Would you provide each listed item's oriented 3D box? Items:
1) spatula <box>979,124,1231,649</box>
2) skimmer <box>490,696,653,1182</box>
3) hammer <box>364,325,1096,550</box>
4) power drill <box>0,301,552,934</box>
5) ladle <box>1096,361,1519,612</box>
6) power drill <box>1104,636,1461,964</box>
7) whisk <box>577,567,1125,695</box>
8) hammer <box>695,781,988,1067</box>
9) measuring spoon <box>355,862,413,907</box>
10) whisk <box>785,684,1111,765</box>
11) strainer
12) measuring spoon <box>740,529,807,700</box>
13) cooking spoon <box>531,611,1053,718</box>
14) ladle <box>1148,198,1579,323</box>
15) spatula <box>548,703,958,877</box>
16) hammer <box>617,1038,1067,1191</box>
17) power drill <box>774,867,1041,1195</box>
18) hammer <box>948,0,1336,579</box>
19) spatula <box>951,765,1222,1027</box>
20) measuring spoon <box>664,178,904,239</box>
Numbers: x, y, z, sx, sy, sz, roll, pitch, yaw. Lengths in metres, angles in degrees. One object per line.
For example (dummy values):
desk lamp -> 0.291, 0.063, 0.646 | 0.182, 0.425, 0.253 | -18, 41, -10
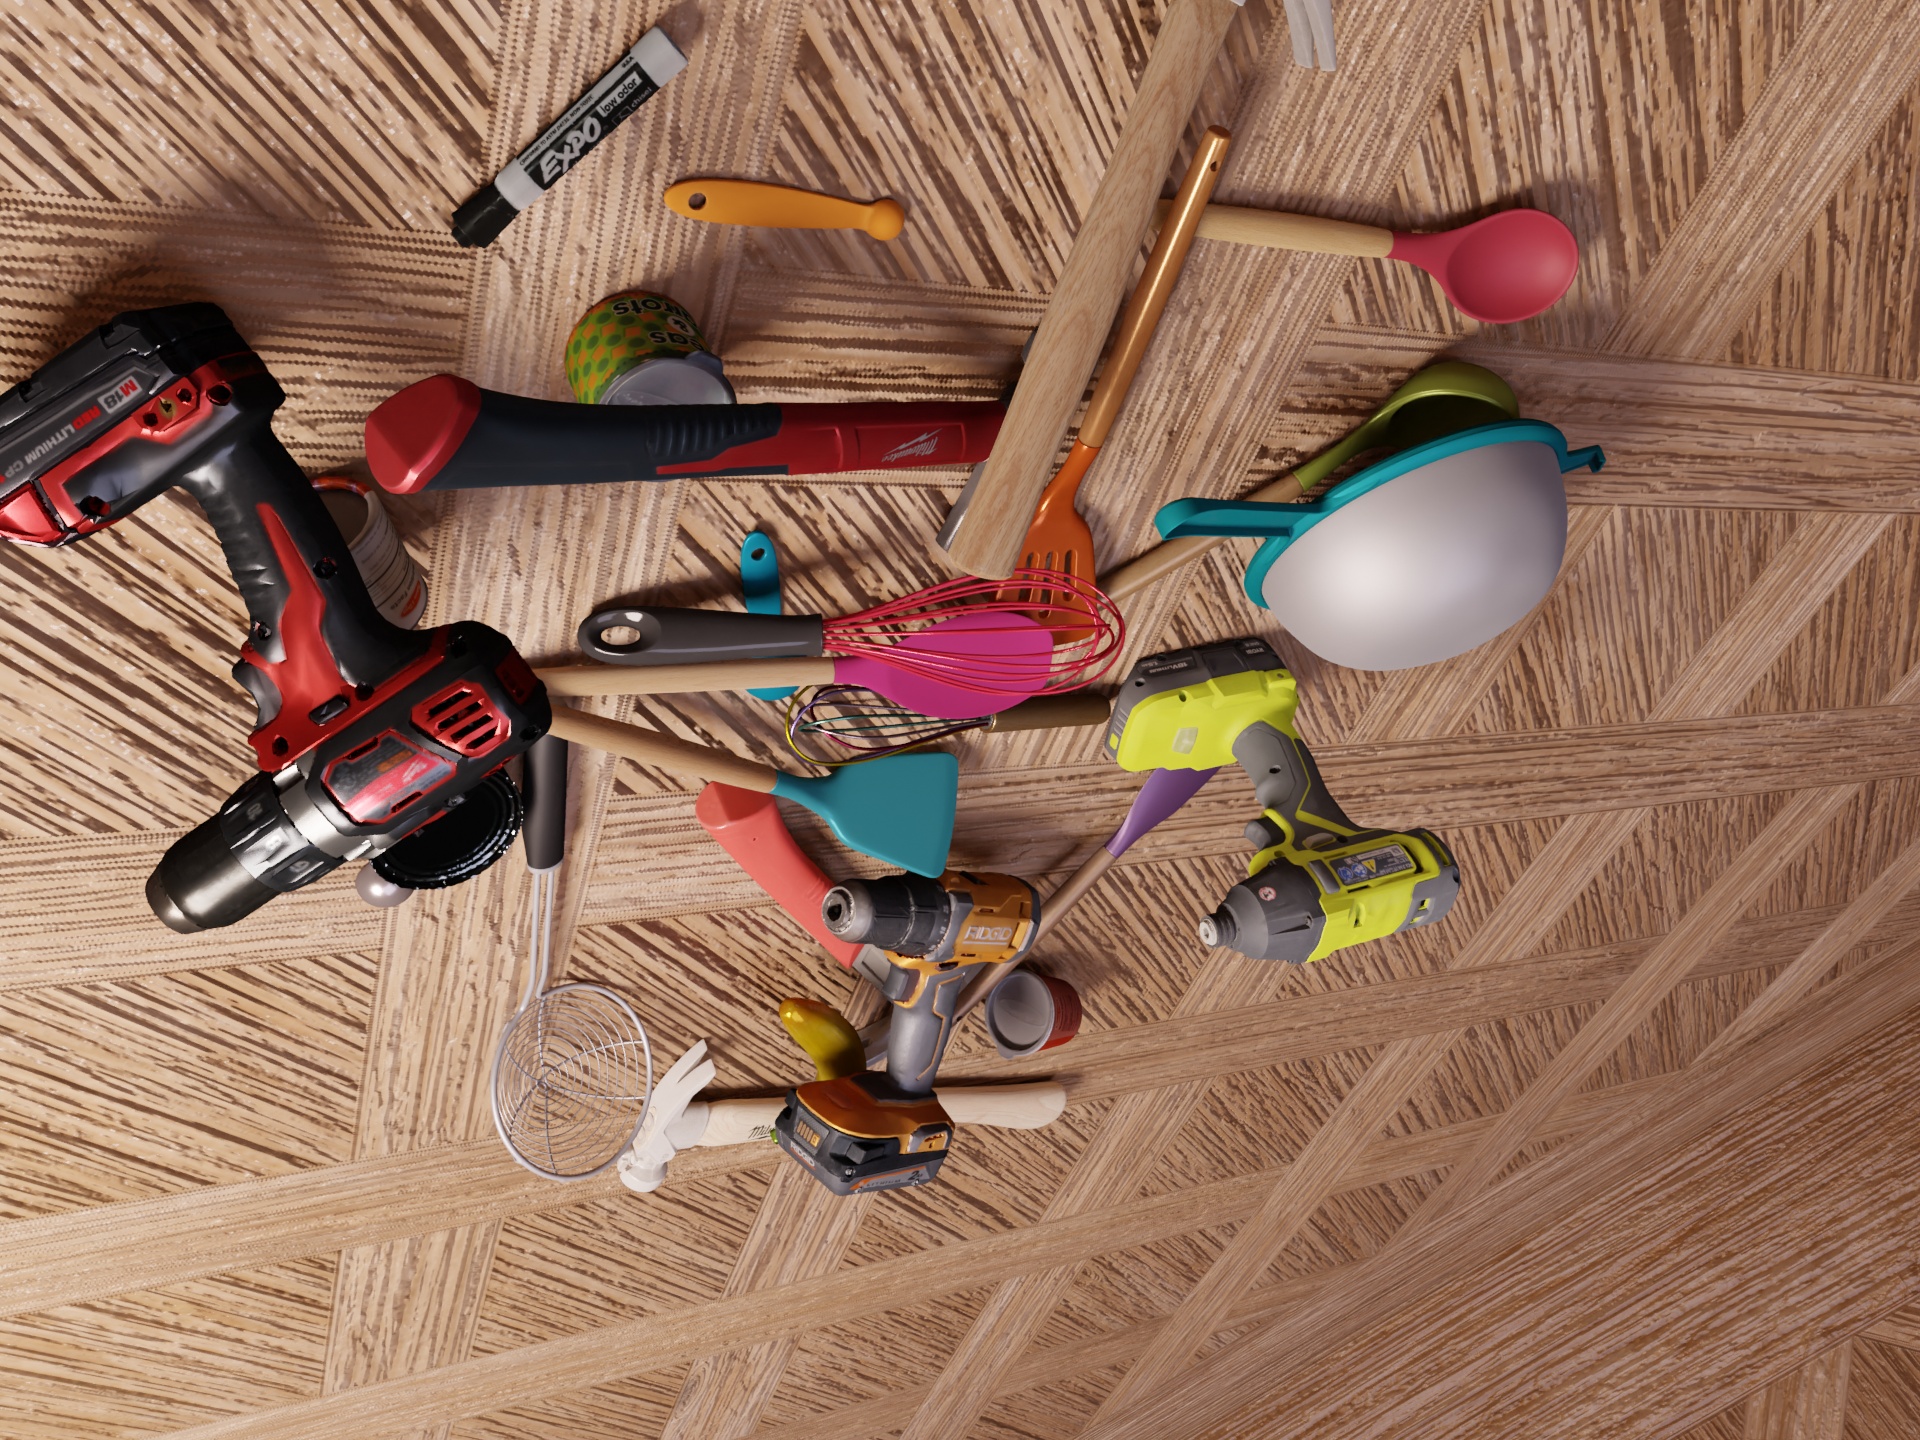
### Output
spatula -> 0.082, -0.164, 0.855 | 0.081, 0.041, 0.322 | -6, 141, -26
skimmer -> -0.233, 0.141, 0.971 | 0.127, 0.090, 0.363 | -41, 154, -44
hammer -> -0.089, -0.115, 0.724 | 0.386, 0.038, 0.143 | -14, 143, -48
power drill -> -0.304, -0.033, 0.648 | 0.188, 0.080, 0.226 | -33, 108, 5
ladle -> 0.188, -0.122, 0.969 | 0.320, 0.062, 0.078 | -30, 153, 5
power drill -> 0.192, 0.054, 1.029 | 0.171, 0.223, 0.080 | -11, 138, -22
whisk -> -0.056, -0.047, 0.859 | 0.295, 0.073, 0.073 | -1, 136, -8
hammer -> -0.095, 0.146, 1.107 | 0.149, 0.037, 0.358 | -31, 142, 3
measuring spoon -> -0.320, 0.064, 0.888 | 0.034, 0.018, 0.124 | -7, 136, -26
whisk -> -0.001, -0.005, 0.992 | 0.245, 0.047, 0.051 | -4, 159, -36
strainer -> 0.243, -0.085, 0.936 | 0.340, 0.095, 0.211 | -5, 156, -43
measuring spoon -> -0.106, -0.053, 0.886 | 0.042, 0.021, 0.128 | -18, 142, -14
cooking spoon -> -0.097, -0.028, 0.892 | 0.318, 0.017, 0.068 | -3, 119, -19
ladle -> 0.208, -0.257, 0.854 | 0.315, 0.031, 0.069 | -2, 132, -28
spatula -> -0.124, 0.028, 0.932 | 0.044, 0.082, 0.317 | -1, 166, 42
hammer -> -0.070, 0.316, 1.313 | 0.410, 0.038, 0.146 | 7, 128, -38
power drill -> -0.049, 0.204, 1.081 | 0.185, 0.084, 0.226 | 12, 103, -50
hammer -> 0.069, -0.217, 0.733 | 0.130, 0.031, 0.331 | 10, 114, -27
spatula -> 0.092, 0.115, 1.176 | 0.316, 0.018, 0.059 | -47, 138, 8
measuring spoon -> -0.077, -0.229, 0.717 | 0.117, 0.011, 0.021 | -4, 135, -29
